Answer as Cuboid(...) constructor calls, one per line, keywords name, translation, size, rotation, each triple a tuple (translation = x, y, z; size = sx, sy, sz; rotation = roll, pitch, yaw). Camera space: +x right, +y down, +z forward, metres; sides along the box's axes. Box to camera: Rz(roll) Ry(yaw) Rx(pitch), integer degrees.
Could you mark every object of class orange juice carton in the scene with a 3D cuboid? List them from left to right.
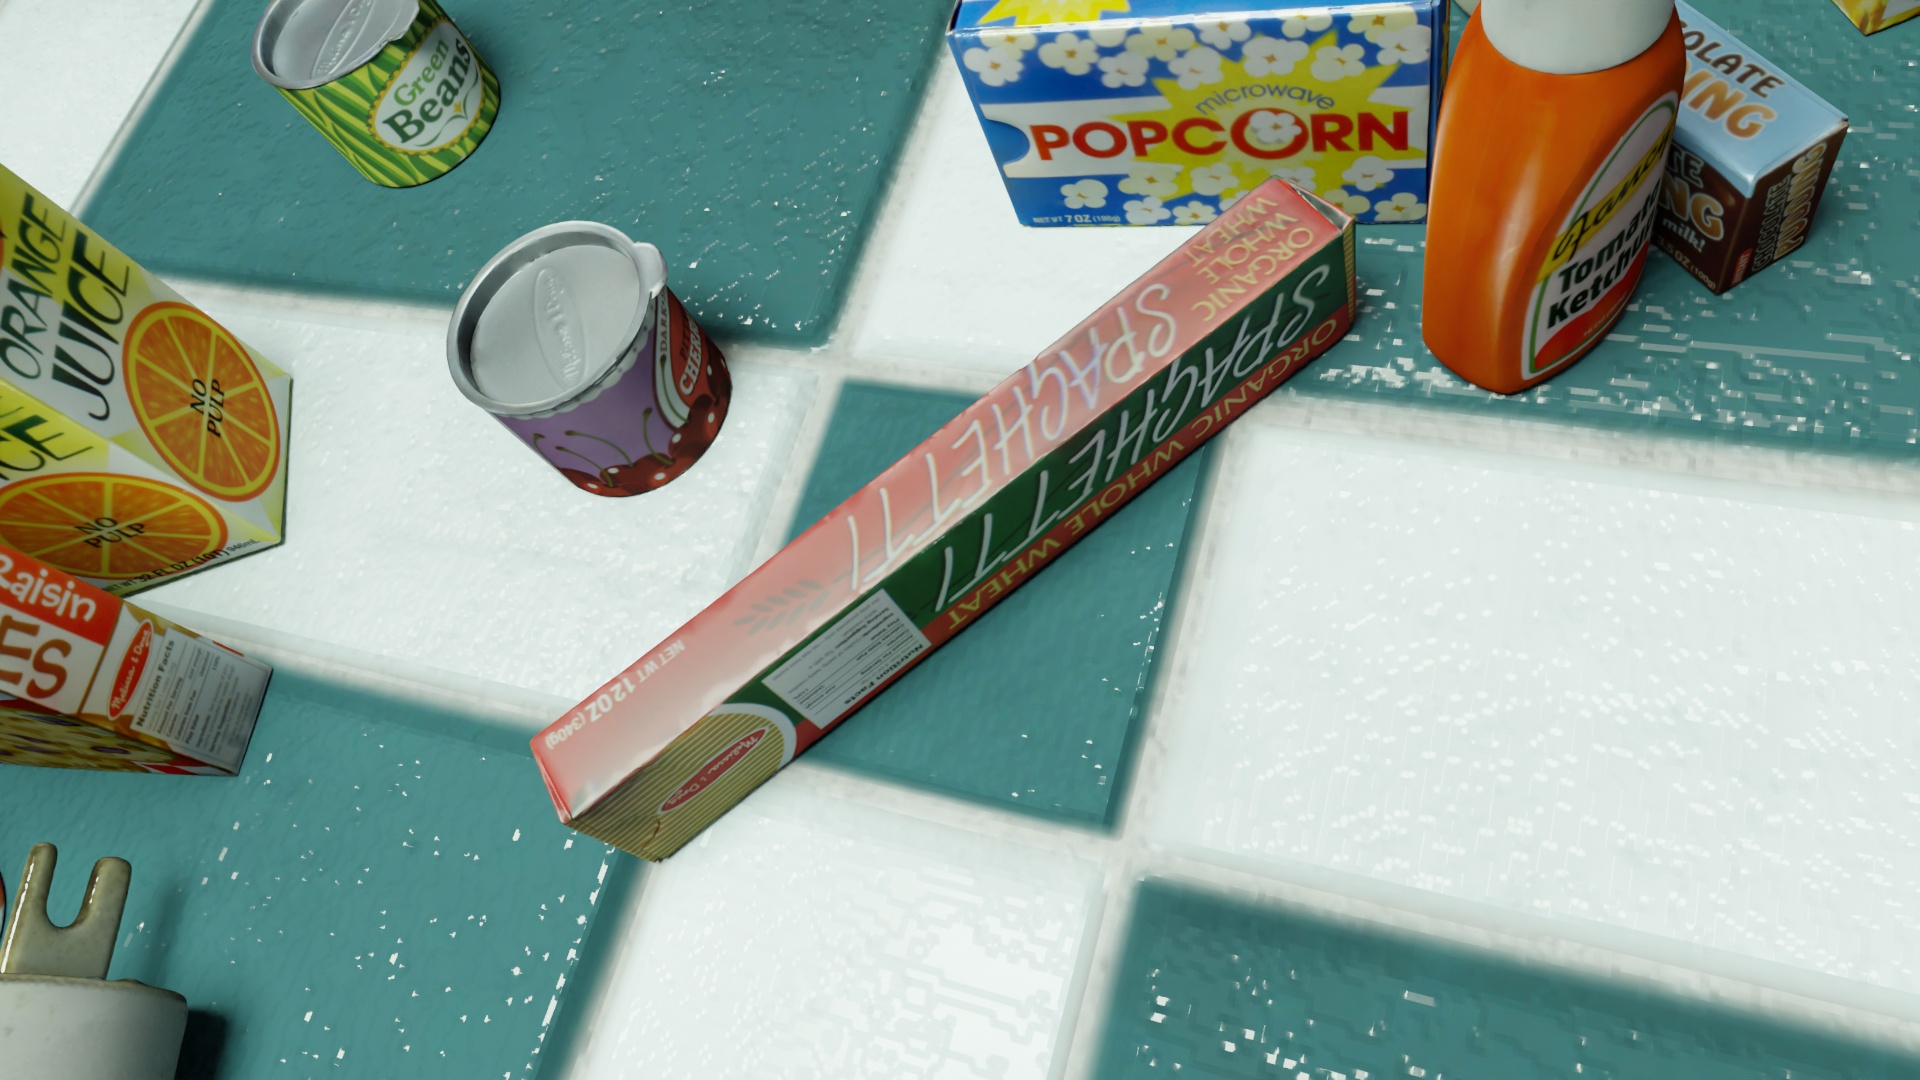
Cuboid(name="orange juice carton", translation=(-0.294, -0.058, 0.409), size=(0.072, 0.192, 0.073), rotation=(-17, 62, 9))

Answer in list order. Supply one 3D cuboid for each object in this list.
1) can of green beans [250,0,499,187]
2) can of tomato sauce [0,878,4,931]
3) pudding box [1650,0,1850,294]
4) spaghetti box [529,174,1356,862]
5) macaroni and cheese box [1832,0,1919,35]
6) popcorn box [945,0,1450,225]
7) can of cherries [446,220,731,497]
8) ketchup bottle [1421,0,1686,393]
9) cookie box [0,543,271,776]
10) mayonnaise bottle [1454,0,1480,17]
Cuboid(name="can of green beans", translation=(-0.216, -0.175, 0.519), size=(0.071, 0.057, 0.071), rotation=(-7, 64, 14))
Cuboid(name="can of tomato sauce", translation=(-0.342, 0.114, 0.405), size=(0.071, 0.083, 0.071), rotation=(-7, 64, 14))
Cuboid(name="pudding box", translation=(0.185, -0.111, 0.366), size=(0.030, 0.049, 0.084), rotation=(-34, 60, 0))
Cuboid(name="spaghetti box", translation=(0.001, -0.005, 0.372), size=(0.250, 0.050, 0.029), rotation=(-38, 60, -2))
Cuboid(name="macaroni and cheese box", translation=(0.229, -0.232, 0.343), size=(0.040, 0.166, 0.124), rotation=(-22, 61, 7))
Cuboid(name="popcorn box", translation=(0.070, -0.129, 0.390), size=(0.127, 0.085, 0.038), rotation=(4, 67, 19))
Cuboid(name="can of cherries", translation=(-0.110, -0.055, 0.427), size=(0.071, 0.058, 0.072), rotation=(-7, 64, 14))
Cuboid(name="ketchup bottle", translation=(0.136, -0.095, 0.317), size=(0.065, 0.148, 0.043), rotation=(-44, 61, -6))
Cuboid(name="cookie box", translation=(-0.305, 0.023, 0.388), size=(0.123, 0.167, 0.040), rotation=(0, 66, 18))
Cuboid(name="mayonnaise bottle", translation=(0.149, -0.208, 0.368), size=(0.041, 0.147, 0.065), rotation=(-20, 61, 8))
